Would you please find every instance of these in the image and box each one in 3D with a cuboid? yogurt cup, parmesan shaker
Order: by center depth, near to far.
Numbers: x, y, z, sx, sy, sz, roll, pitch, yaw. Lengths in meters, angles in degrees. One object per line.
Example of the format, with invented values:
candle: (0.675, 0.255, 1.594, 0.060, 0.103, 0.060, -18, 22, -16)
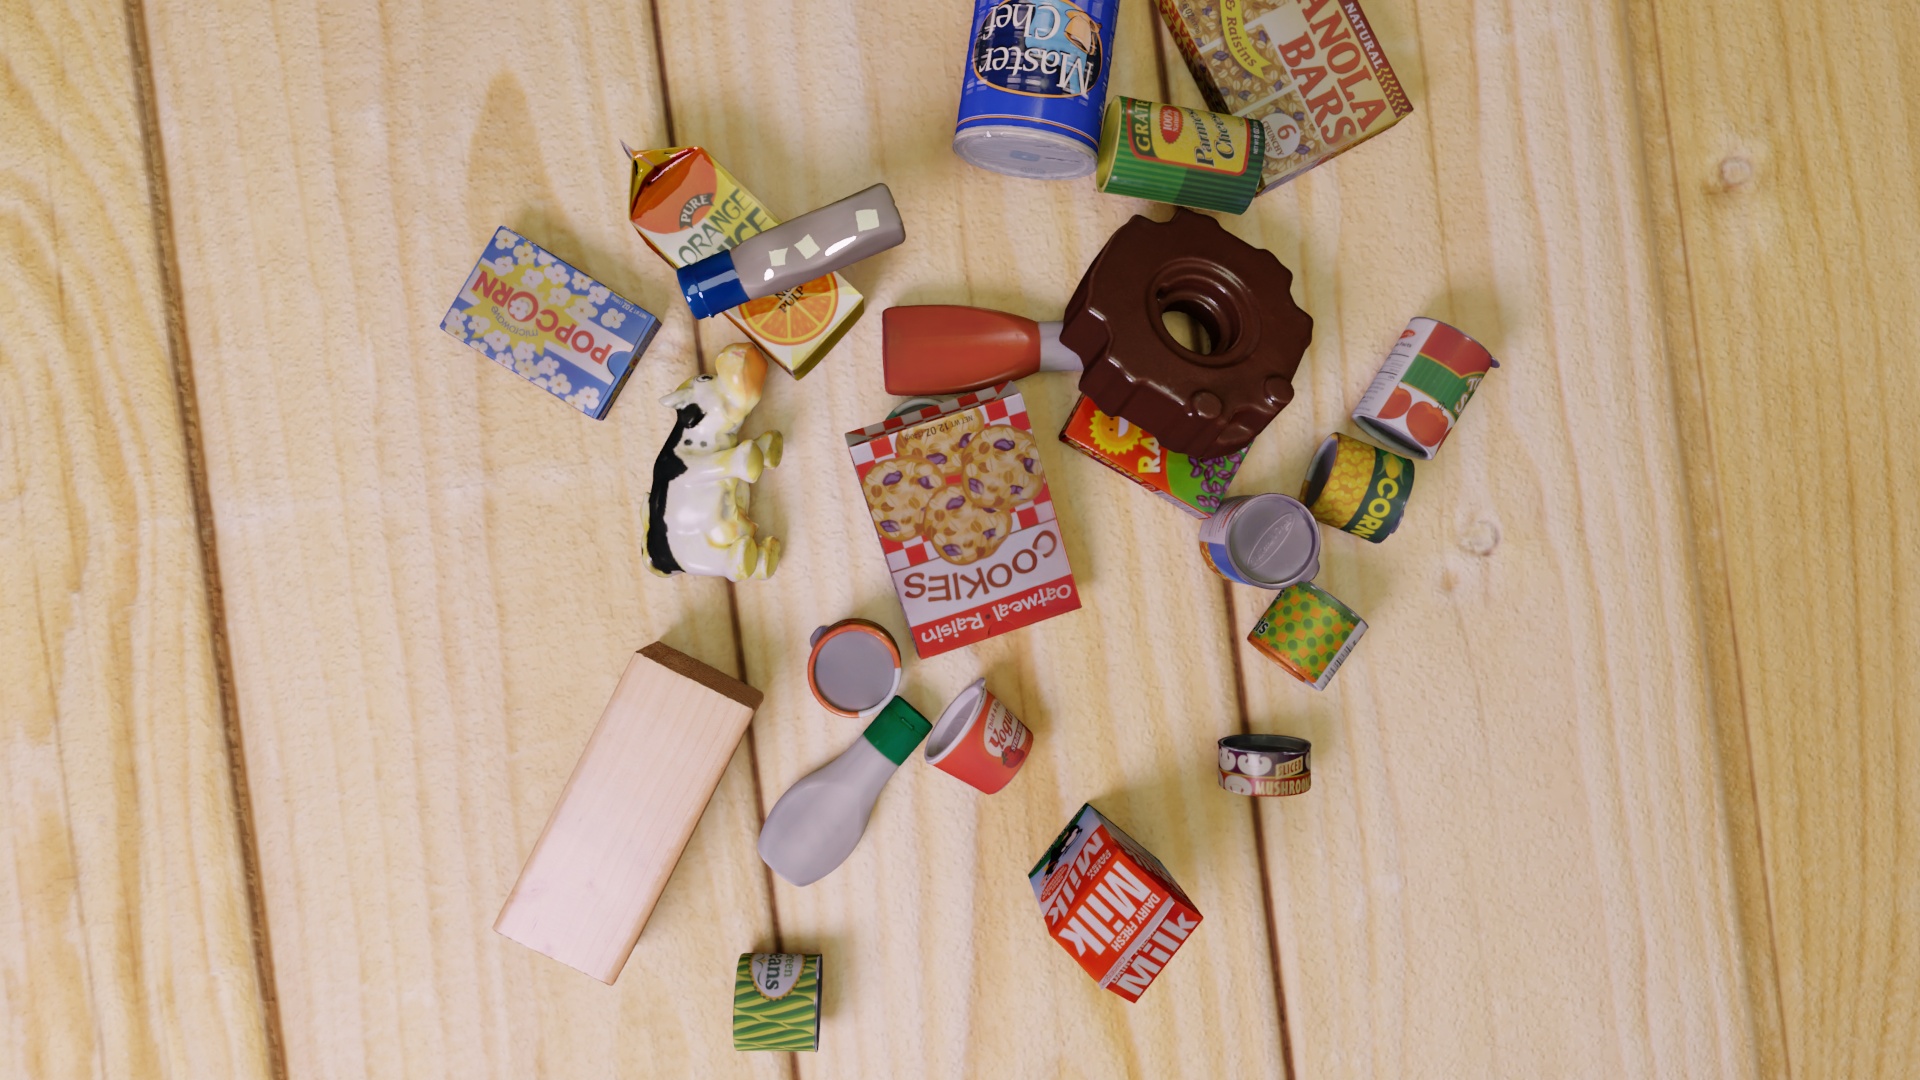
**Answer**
parmesan shaker: (0.152, -0.269, 0.964, 0.103, 0.071, 0.071, 7, 90, -6)
yogurt cup: (0.015, 0.143, 0.986, 0.054, 0.072, 0.072, 37, 88, -11)

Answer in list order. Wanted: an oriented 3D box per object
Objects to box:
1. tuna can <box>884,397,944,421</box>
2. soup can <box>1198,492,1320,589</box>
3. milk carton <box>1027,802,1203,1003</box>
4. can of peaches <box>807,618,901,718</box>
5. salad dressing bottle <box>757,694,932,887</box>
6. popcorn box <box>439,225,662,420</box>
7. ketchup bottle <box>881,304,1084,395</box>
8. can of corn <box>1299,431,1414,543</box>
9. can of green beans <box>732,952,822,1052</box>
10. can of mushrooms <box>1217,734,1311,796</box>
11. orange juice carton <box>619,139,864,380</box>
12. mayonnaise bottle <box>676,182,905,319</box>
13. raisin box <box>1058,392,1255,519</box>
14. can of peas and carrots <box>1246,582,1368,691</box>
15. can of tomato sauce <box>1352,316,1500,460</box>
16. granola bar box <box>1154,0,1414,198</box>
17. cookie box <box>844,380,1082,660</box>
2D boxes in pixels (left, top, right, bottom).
tuna can: (-0.026, -0.067, 0.998, 0.071, 0.033, 0.071, 0, 90, -3)
soup can: (0.212, 0.002, 0.987, 0.071, 0.084, 0.071, 0, 91, -3)
milk carton: (0.102, 0.242, 0.927, 0.073, 0.190, 0.072, 39, 88, -3)
can of peaches: (-0.077, 0.088, 0.982, 0.071, 0.058, 0.071, 0, 91, -4)
salad dressing bottle: (-0.080, 0.177, 0.990, 0.064, 0.044, 0.148, 41, 87, -2)
popcorn box: (-0.288, -0.152, 0.979, 0.127, 0.038, 0.085, 31, 87, -3)
ketchup bottle: (0.018, -0.138, 0.995, 0.149, 0.043, 0.064, -2, 89, -4)
can of corn: (0.284, -0.037, 0.998, 0.058, 0.071, 0.071, 21, 89, -2)
can of green beans: (-0.128, 0.324, 0.976, 0.058, 0.071, 0.071, 2, 90, -3)
can of mushrooms: (0.219, 0.161, 0.995, 0.071, 0.071, 0.033, 0, 93, -3)
orange juice carton: (-0.161, -0.204, 0.970, 0.192, 0.072, 0.073, 43, 87, -3)
mayonnaise bottle: (-0.110, -0.188, 0.907, 0.148, 0.065, 0.041, -22, 93, -1)
raisin box: (0.145, -0.082, 1.005, 0.123, 0.040, 0.086, 29, 88, -4)
can of peas and carrots: (0.247, 0.065, 0.999, 0.071, 0.071, 0.059, 36, 89, -3)
can of tomato sauce: (0.335, -0.108, 1.003, 0.071, 0.071, 0.083, 32, 89, -3)
granola bar box: (0.234, -0.354, 1.010, 0.124, 0.039, 0.165, -28, 92, -3)
cookie box: (0.003, -0.012, 0.971, 0.123, 0.040, 0.166, -18, 111, -3)
